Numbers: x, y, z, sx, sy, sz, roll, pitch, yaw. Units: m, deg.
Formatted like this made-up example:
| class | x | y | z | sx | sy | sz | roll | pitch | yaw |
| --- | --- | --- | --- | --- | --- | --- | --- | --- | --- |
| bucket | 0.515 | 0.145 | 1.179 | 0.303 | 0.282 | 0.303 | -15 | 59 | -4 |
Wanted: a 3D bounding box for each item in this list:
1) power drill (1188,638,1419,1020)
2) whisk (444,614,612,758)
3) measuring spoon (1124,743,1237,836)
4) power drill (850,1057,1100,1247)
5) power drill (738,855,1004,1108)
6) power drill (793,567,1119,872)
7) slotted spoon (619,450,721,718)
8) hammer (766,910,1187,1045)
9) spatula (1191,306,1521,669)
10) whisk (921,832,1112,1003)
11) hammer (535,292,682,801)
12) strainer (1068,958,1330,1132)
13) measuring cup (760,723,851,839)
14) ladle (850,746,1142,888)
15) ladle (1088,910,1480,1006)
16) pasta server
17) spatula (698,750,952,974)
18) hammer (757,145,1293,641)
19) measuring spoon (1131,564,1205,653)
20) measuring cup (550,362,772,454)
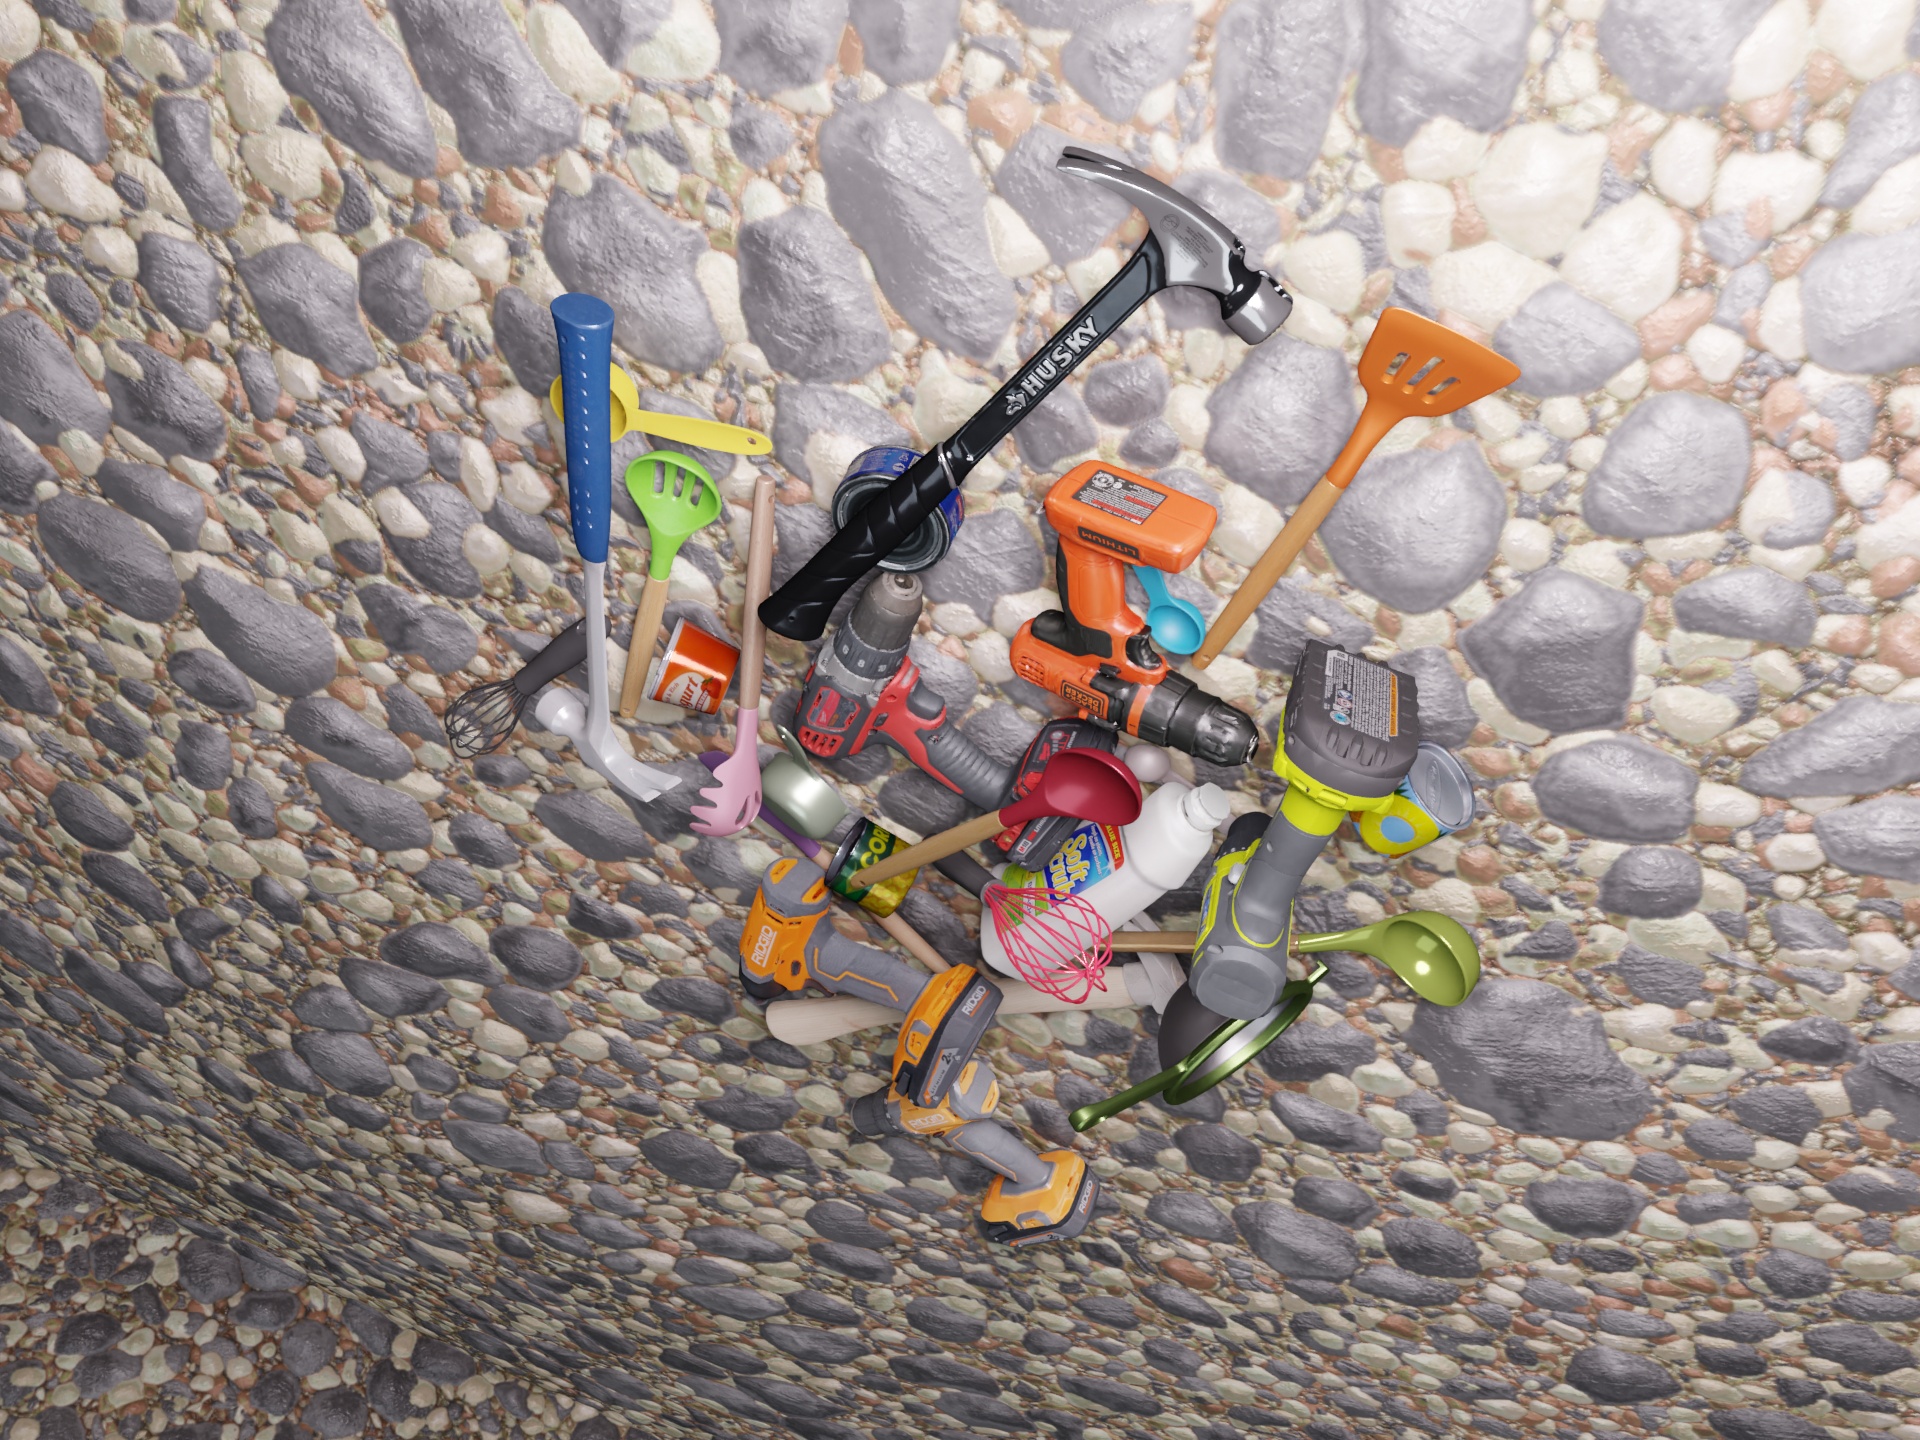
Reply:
| class | x | y | z | sx | sy | sz | roll | pitch | yaw |
| --- | --- | --- | --- | --- | --- | --- | --- | --- | --- |
| power drill | 0.222 | 0.064 | 1.067 | 0.080 | 0.191 | 0.228 | 21 | 124 | 2 |
| whisk | -0.356 | -0.029 | 1.305 | 0.055 | 0.055 | 0.239 | 42 | 131 | -21 |
| measuring spoon | 0.171 | 0.061 | 1.186 | 0.124 | 0.018 | 0.034 | 37 | 136 | -17 |
| power drill | 0.008 | 0.436 | 1.609 | 0.185 | 0.084 | 0.226 | -26 | 115 | 41 |
| power drill | -0.091 | 0.234 | 1.376 | 0.226 | 0.084 | 0.164 | 32 | 129 | 10 |
| power drill | -0.002 | -0.004 | 1.156 | 0.226 | 0.080 | 0.187 | 29 | 138 | -2 |
| slotted spoon | -0.232 | -0.095 | 1.195 | 0.070 | 0.031 | 0.313 | 20 | 141 | -6 |
| hammer | -0.001 | 0.242 | 1.415 | 0.410 | 0.038 | 0.146 | -11 | 127 | 26 |
| spatula | 0.213 | -0.124 | 0.959 | 0.081 | 0.041 | 0.322 | 25 | 140 | -4 |
| whisk | 0.033 | 0.136 | 1.193 | 0.073 | 0.073 | 0.296 | 48 | 172 | -26 |
| hammer | -0.254 | -0.106 | 1.116 | 0.144 | 0.035 | 0.405 | 37 | 140 | 25 |
| strainer | 0.168 | 0.252 | 1.261 | 0.069 | 0.256 | 0.151 | 53 | 138 | 25 |
| measuring cup | -0.134 | 0.047 | 1.243 | 0.083 | 0.038 | 0.167 | 36 | 165 | 17 |
| ladle | 0.016 | 0.080 | 1.152 | 0.315 | 0.031 | 0.069 | -26 | 109 | 45 |
| ladle | 0.234 | 0.181 | 1.232 | 0.320 | 0.062 | 0.078 | -2 | 125 | 18 |
| pasta server | -0.161 | -0.037 | 1.175 | 0.040 | 0.060 | 0.316 | 27 | 126 | 25 |
| spatula | -0.107 | 0.130 | 1.381 | 0.315 | 0.018 | 0.060 | 46 | 148 | -24 |
| hammer | 0.001 | -0.170 | 0.968 | 0.149 | 0.036 | 0.409 | 40 | 128 | -15 |
| measuring spoon | 0.128 | -0.101 | 1.042 | 0.042 | 0.021 | 0.128 | -1 | 126 | 44 |
| measuring cup | -0.197 | -0.206 | 1.065 | 0.156 | 0.029 | 0.062 | 14 | 138 | 7 |
